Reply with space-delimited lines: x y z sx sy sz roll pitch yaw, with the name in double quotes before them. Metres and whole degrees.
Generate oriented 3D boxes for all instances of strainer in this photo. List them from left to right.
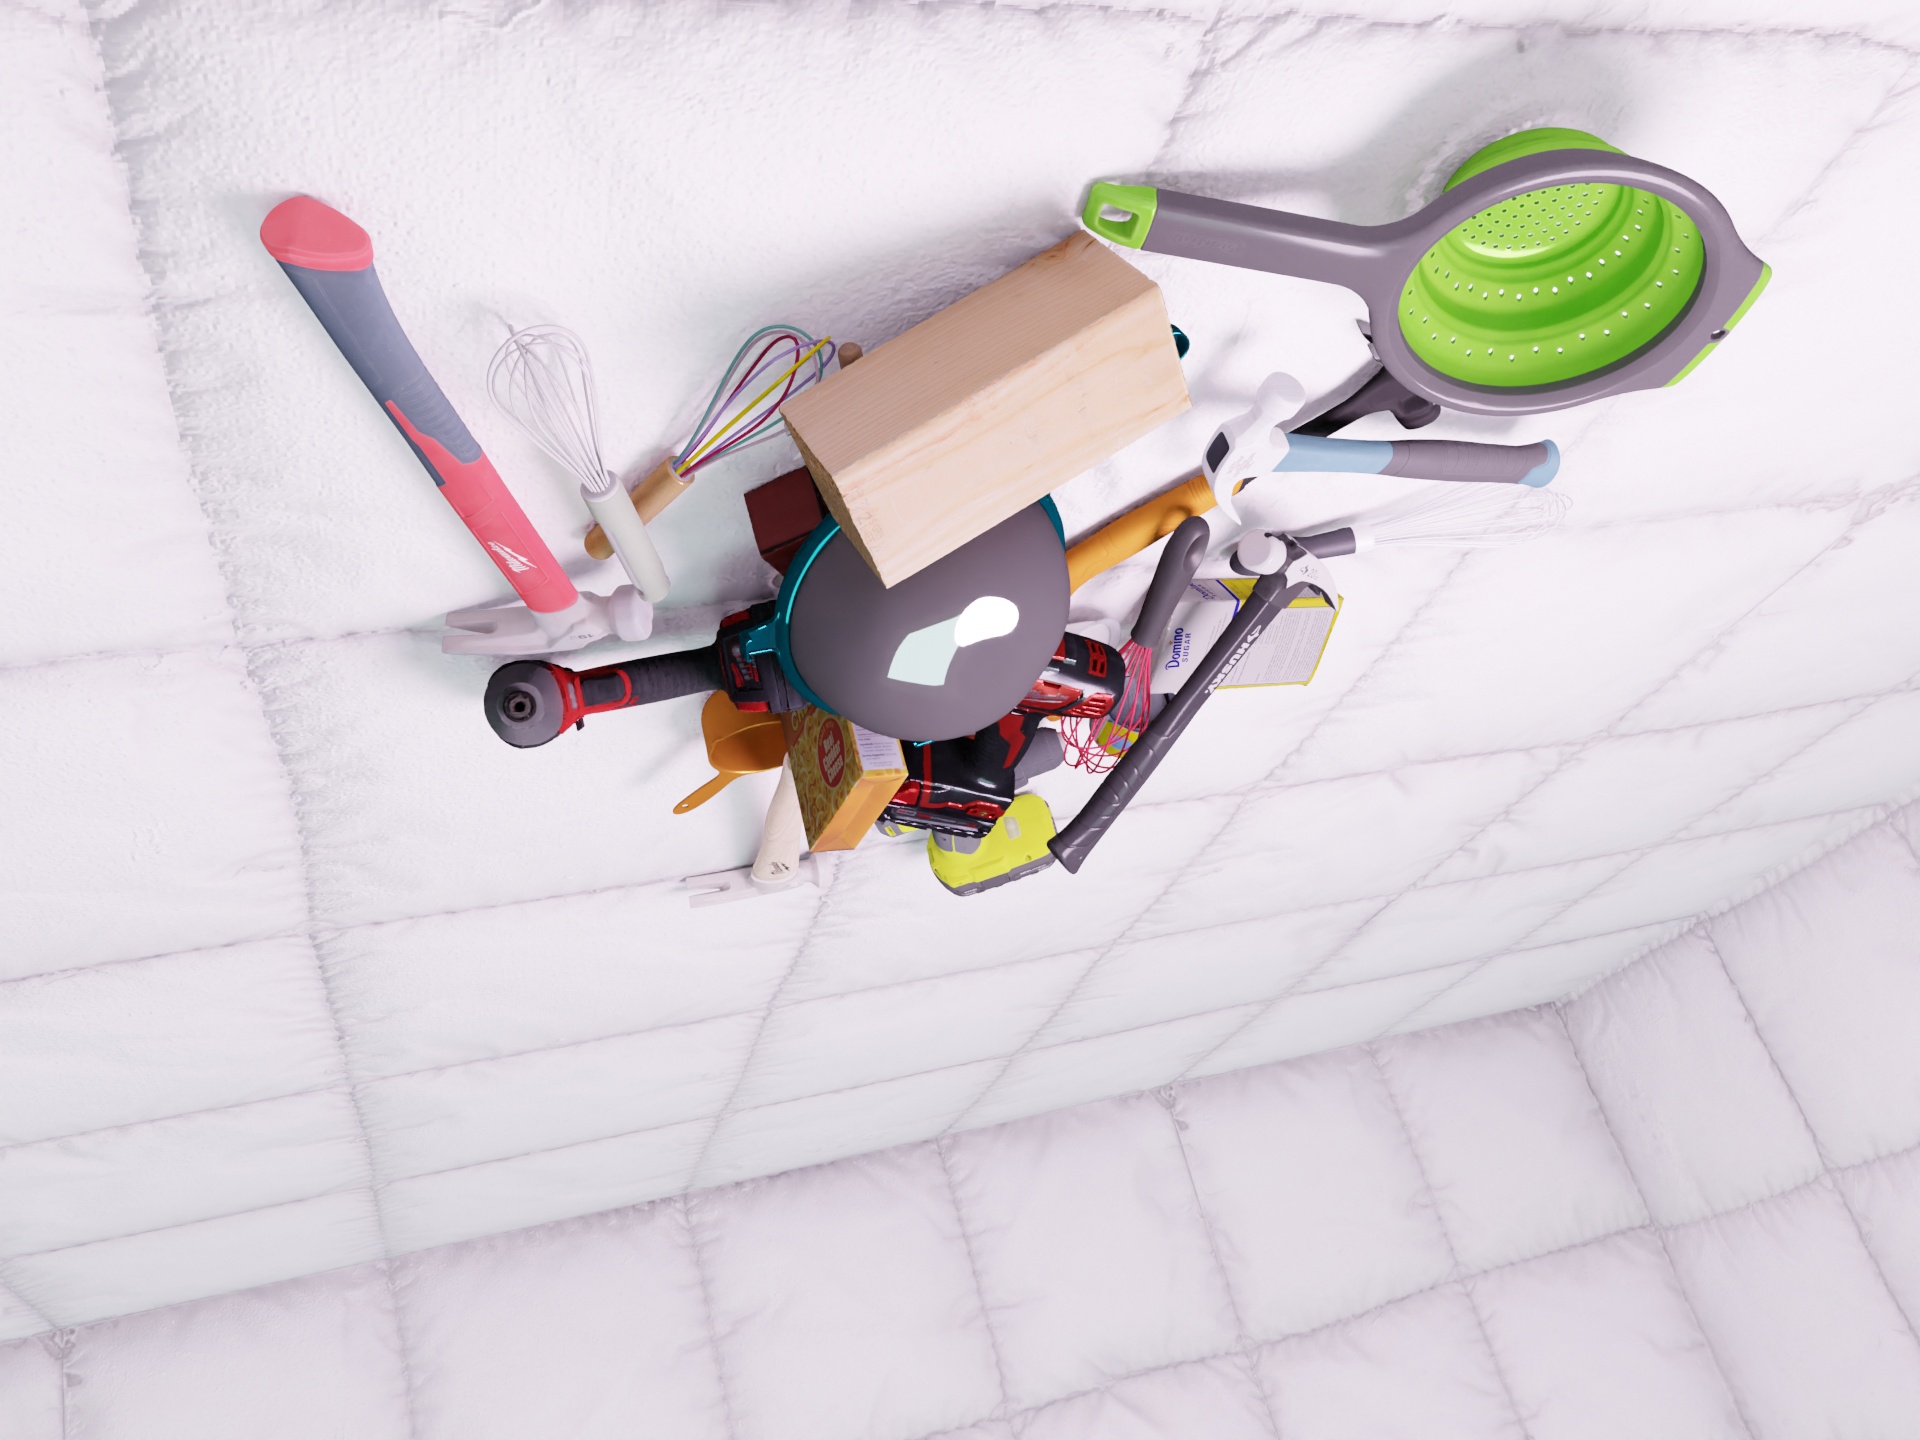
"strainer" 0.037 -0.102 1.007 0.340 0.095 0.210 -45 139 14
"strainer" 0.141 -0.054 1.386 0.258 0.050 0.087 4 126 -48

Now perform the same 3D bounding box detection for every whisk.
"whisk" -0.216 -0.143 0.937 0.059 0.058 0.246 -35 151 -12
"whisk" -0.161 -0.164 0.969 0.051 0.047 0.245 28 136 -34
"whisk" 0.140 -0.053 1.270 0.073 0.073 0.295 -6 143 -22
"whisk" 0.359 -0.156 1.303 0.284 0.070 0.070 -11 155 0

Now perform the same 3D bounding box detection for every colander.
"colander" 0.267 -0.294 0.940 0.397 0.095 0.204 8 150 -9

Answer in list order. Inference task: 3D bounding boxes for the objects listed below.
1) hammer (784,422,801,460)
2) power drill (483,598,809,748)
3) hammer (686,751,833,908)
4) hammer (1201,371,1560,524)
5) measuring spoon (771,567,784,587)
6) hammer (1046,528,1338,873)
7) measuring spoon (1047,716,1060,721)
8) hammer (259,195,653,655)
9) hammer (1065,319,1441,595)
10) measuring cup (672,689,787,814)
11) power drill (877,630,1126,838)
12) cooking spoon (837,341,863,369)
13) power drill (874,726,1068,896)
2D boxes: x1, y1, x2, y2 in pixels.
"hammer" -0.003 -0.119 1.134 0.149 0.036 0.408 -17 151 4
"power drill" -0.223 -0.028 1.119 0.219 0.078 0.143 -11 -176 -9
"hammer" -0.169 0.100 1.439 0.146 0.038 0.410 -9 163 -14
"hammer" 0.313 -0.190 1.145 0.331 0.033 0.128 -3 152 -31
"measuring spoon" -0.081 -0.116 1.154 0.124 0.018 0.034 -11 159 -29
"hammer" 0.179 -0.005 1.289 0.146 0.035 0.334 10 122 -52
"measuring spoon" 0.088 -0.025 1.450 0.021 0.011 0.116 -14 158 -5
"hammer" -0.303 -0.145 0.911 0.143 0.038 0.386 -5 153 6
"hammer" 0.182 -0.172 1.174 0.337 0.034 0.127 -29 153 24
"measuring cup" -0.193 0.021 1.315 0.095 0.052 0.173 8 147 -43
"power drill" -0.002 -0.004 1.233 0.187 0.080 0.226 13 143 -22
"cooking spoon" -0.042 -0.115 1.035 0.069 0.017 0.318 -5 141 6
"power drill" 0.026 0.085 1.555 0.190 0.080 0.228 -19 152 5
